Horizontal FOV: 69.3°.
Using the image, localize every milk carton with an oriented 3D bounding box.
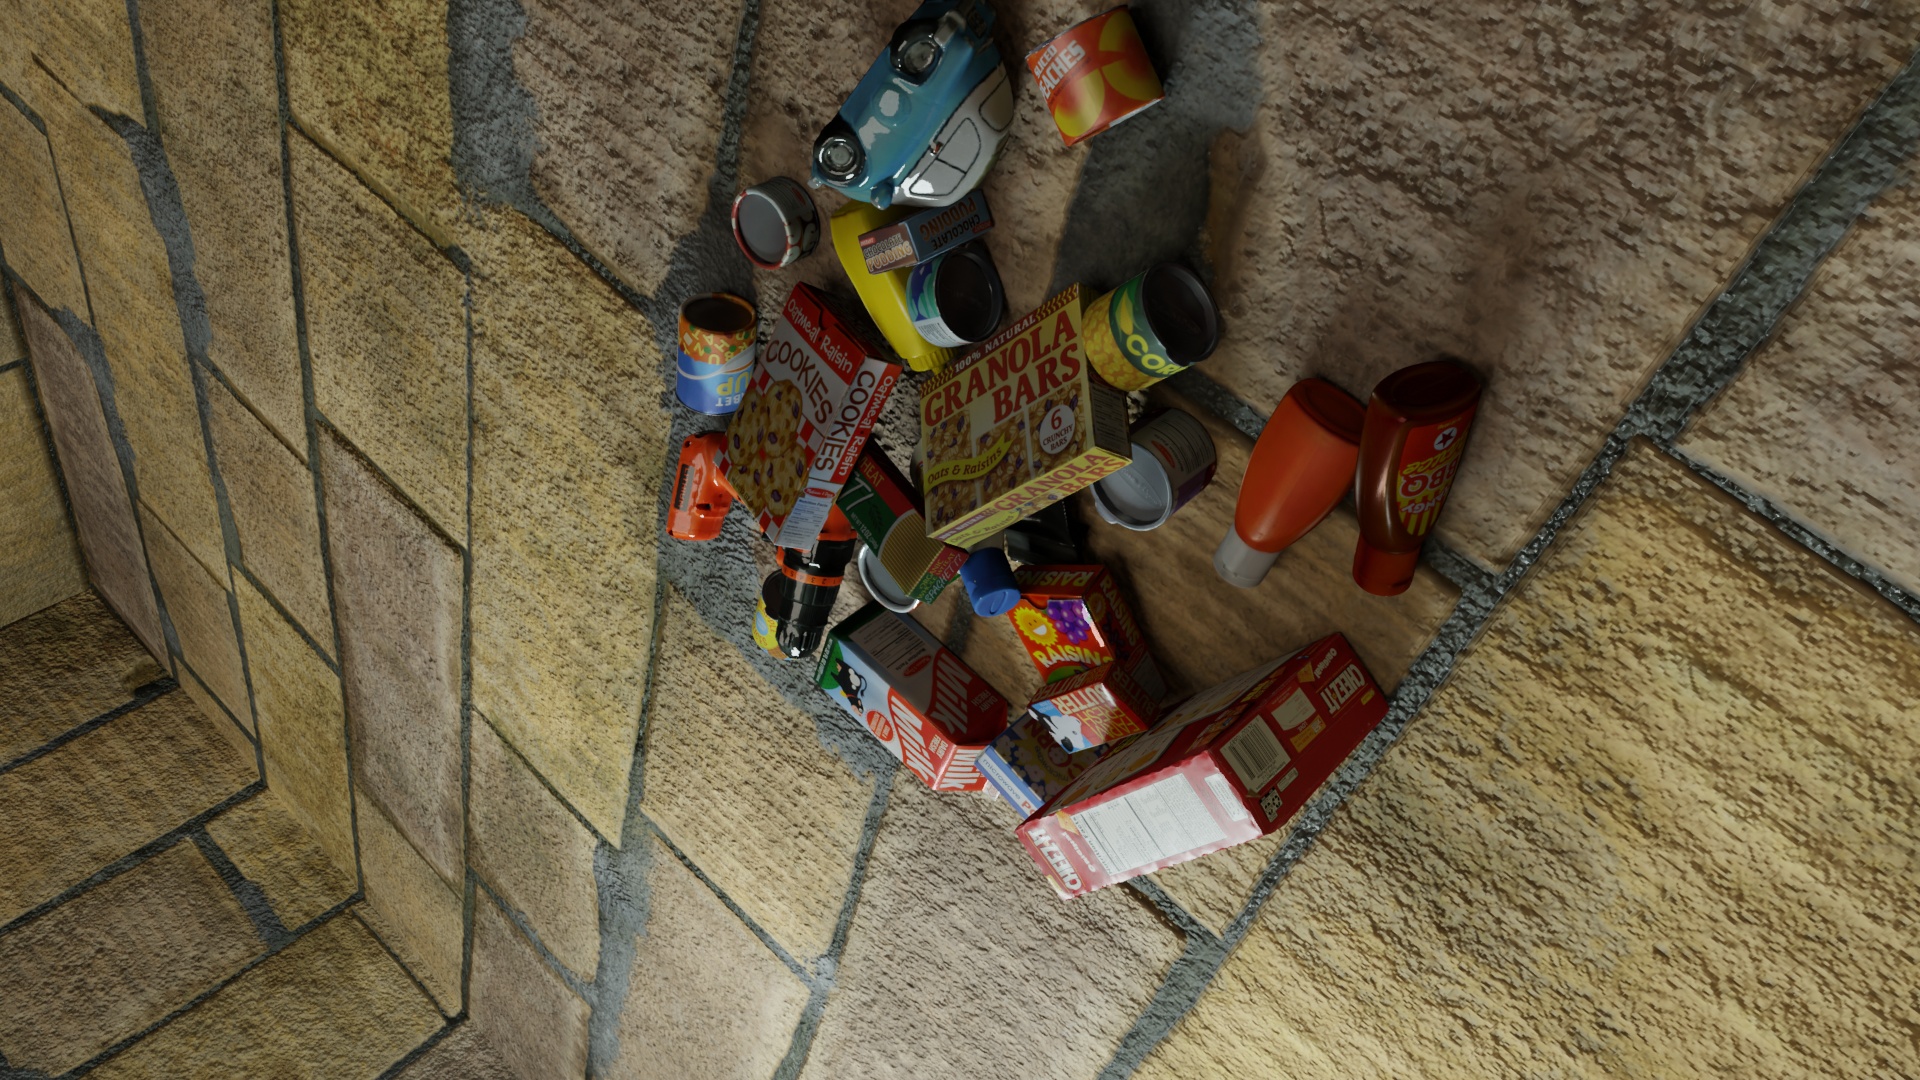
[{"bbox_3d":[-0.031,0.142,1.194,0.191,0.074,0.072,39,137,18],"label":"milk carton"}]

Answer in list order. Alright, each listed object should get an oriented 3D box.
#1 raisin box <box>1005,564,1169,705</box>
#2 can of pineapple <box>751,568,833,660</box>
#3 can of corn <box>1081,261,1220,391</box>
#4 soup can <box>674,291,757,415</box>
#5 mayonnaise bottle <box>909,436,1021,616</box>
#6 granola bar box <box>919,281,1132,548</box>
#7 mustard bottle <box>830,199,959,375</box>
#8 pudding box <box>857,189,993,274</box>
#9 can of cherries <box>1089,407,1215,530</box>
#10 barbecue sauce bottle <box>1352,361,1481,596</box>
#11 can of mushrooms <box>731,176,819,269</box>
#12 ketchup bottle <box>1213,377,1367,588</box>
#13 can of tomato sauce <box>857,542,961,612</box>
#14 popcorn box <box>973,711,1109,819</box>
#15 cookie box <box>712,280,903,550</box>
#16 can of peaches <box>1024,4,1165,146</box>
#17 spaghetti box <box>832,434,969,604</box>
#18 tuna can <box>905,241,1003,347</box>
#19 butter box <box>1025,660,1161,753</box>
[{"bbox_3d":[0.091,0.076,1.038,0.086,0.040,0.123,0,128,45],"label":"raisin box"},{"bbox_3d":[-0.156,0.068,1.271,0.071,0.071,0.057,41,138,17],"label":"can of pineapple"},{"bbox_3d":[0.118,-0.131,0.871,0.058,0.071,0.071,-24,98,50],"label":"can of corn"},{"bbox_3d":[-0.204,-0.157,1.174,0.071,0.072,0.083,34,135,24],"label":"soup can"},{"bbox_3d":[0.004,-0.013,1.036,0.064,0.041,0.149,114,143,-47],"label":"mayonnaise bottle"},{"bbox_3d":[0.040,-0.081,0.942,0.165,0.039,0.124,-28,57,43],"label":"granola bar box"},{"bbox_3d":[-0.038,-0.174,1.003,0.049,0.065,0.159,-2,121,42],"label":"mustard bottle"},{"bbox_3d":[-0.023,-0.210,0.946,0.049,0.084,0.030,-3,113,45],"label":"pudding box"},{"bbox_3d":[0.126,-0.047,0.927,0.071,0.059,0.071,24,131,31],"label":"can of cherries"},{"bbox_3d":[0.258,-0.031,0.809,0.044,0.065,0.147,51,154,40],"label":"barbecue sauce bottle"},{"bbox_3d":[-0.145,-0.245,1.083,0.071,0.033,0.070,24,130,31],"label":"can of mushrooms"},{"bbox_3d":[0.204,-0.029,0.874,0.065,0.044,0.148,41,138,18],"label":"ketchup bottle"},{"bbox_3d":[-0.029,0.010,1.097,0.071,0.083,0.070,24,130,32],"label":"can of tomato sauce"},{"bbox_3d":[0.084,0.192,1.105,0.127,0.085,0.038,46,140,11],"label":"popcorn box"},{"bbox_3d":[-0.121,-0.097,1.069,0.123,0.040,0.166,48,117,43],"label":"cookie box"},{"bbox_3d":[0.078,-0.272,0.817,0.071,0.071,0.058,-15,106,48],"label":"can of peaches"},{"bbox_3d":[-0.076,-0.046,1.068,0.050,0.028,0.251,-53,48,14],"label":"spaghetti box"},{"bbox_3d":[-0.004,-0.171,0.969,0.033,0.071,0.071,-3,113,46],"label":"tuna can"},{"bbox_3d":[0.097,0.124,1.027,0.053,0.024,0.103,46,146,-9],"label":"butter box"}]
